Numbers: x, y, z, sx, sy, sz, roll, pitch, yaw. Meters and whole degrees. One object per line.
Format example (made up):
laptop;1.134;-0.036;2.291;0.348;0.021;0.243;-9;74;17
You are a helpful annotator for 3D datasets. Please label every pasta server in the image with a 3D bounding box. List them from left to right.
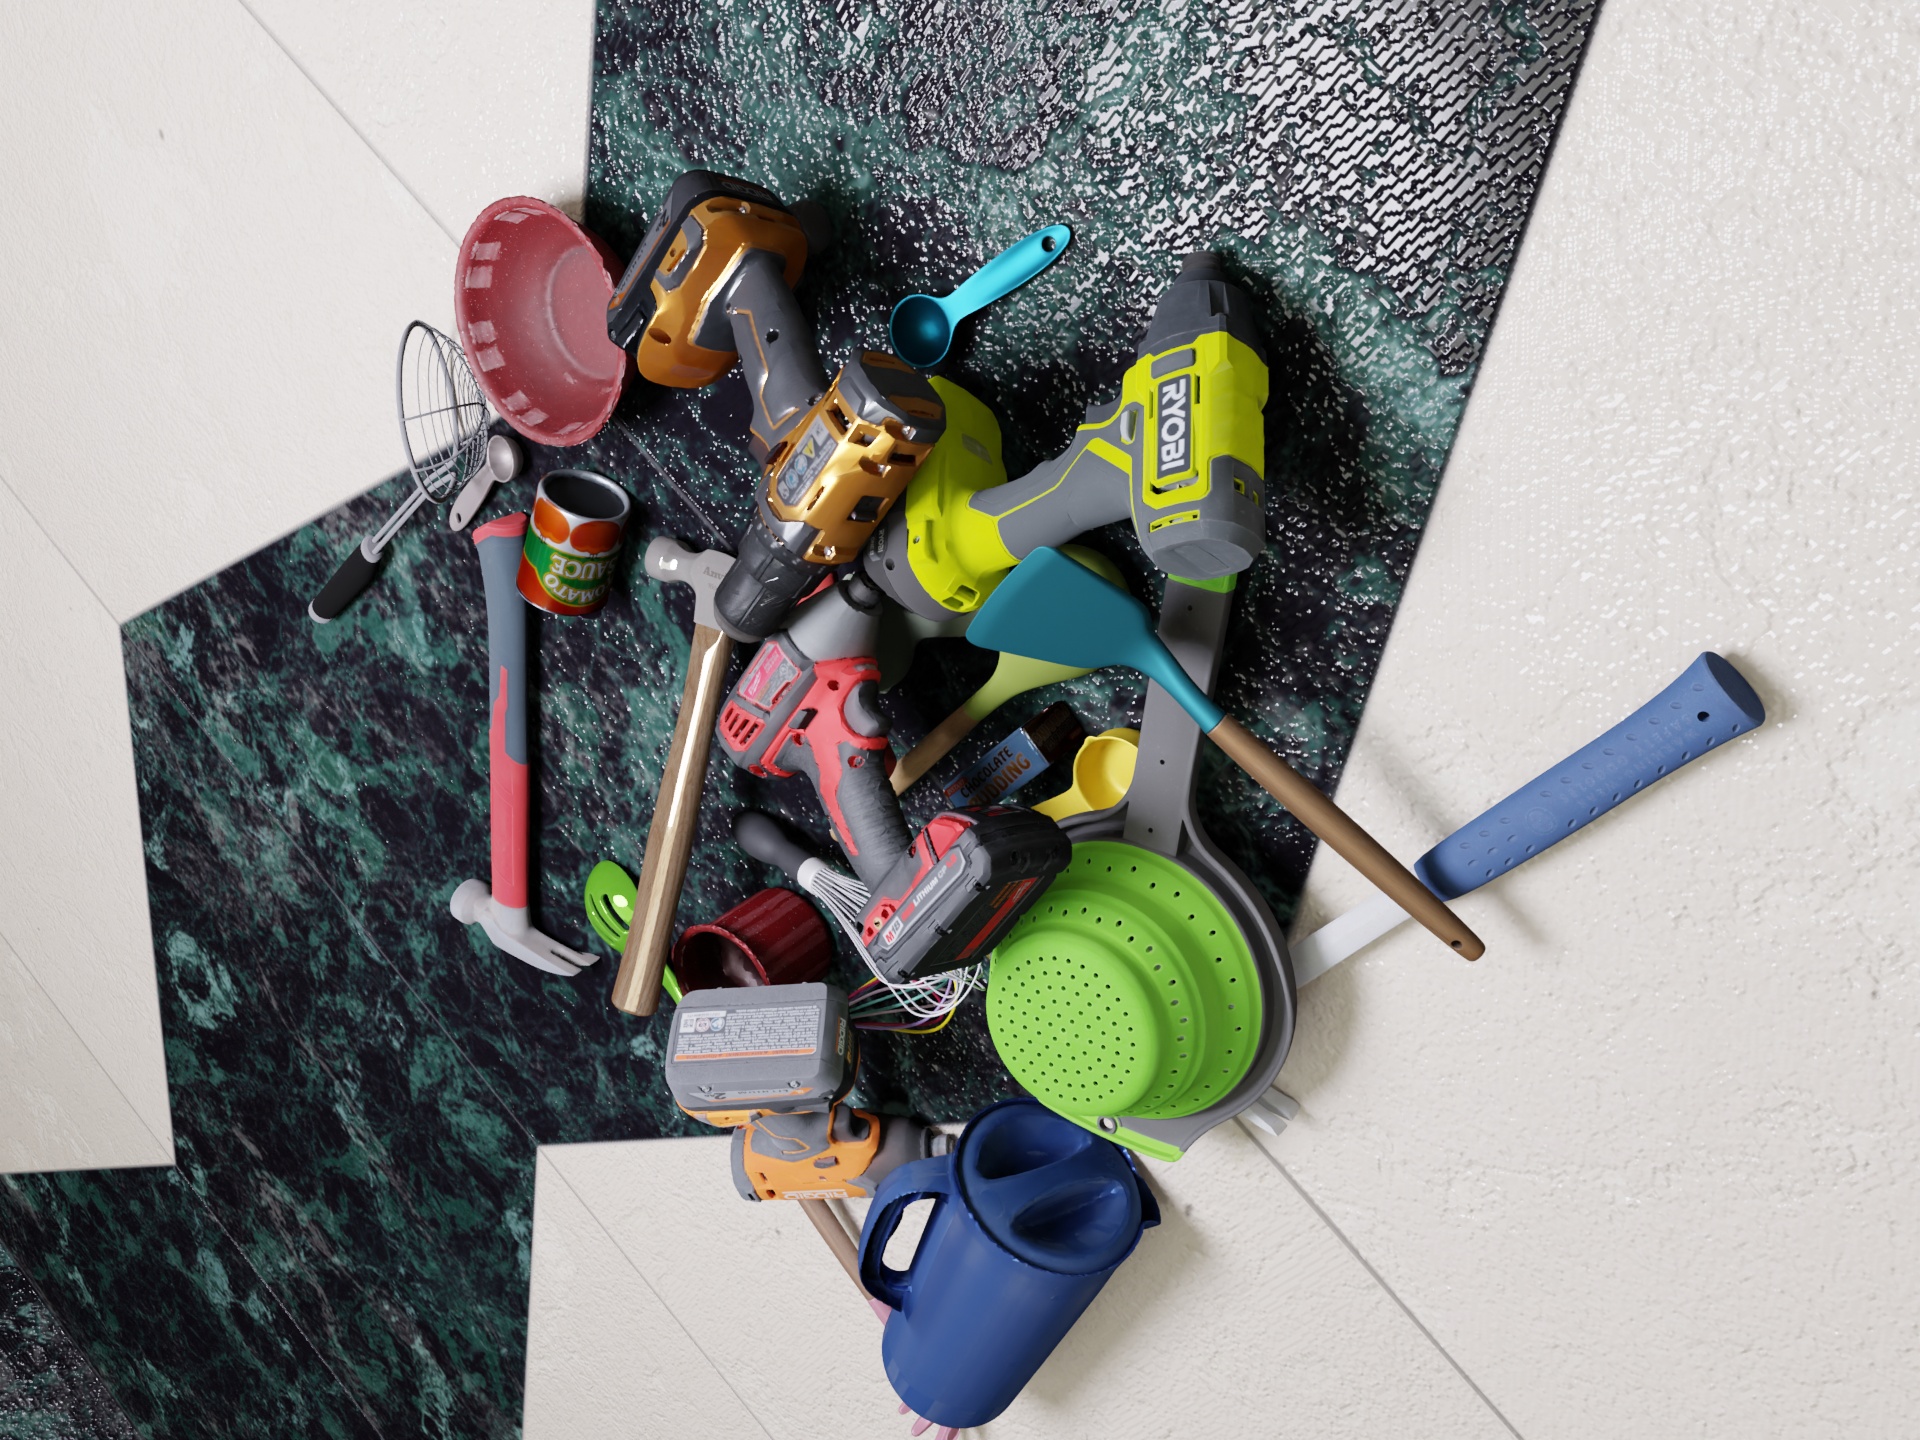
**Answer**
pasta server;-0.087;0.431;1.241;0.316;0.040;0.060;57;144;-4

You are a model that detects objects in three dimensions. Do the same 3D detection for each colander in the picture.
colander;0.092;0.085;0.894;0.205;0.094;0.397;19;113;28

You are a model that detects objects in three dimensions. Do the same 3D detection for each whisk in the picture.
whisk;-0.079;0.117;1.060;0.285;0.070;0.070;26;125;48
whisk;-0.086;0.218;1.158;0.245;0.051;0.047;-25;100;43

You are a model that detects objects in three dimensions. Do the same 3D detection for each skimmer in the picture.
skimmer;-0.457;-0.169;1.220;0.363;0.090;0.127;-31;53;43

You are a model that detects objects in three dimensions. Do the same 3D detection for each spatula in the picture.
spatula;0.147;0.025;0.824;0.317;0.044;0.082;41;133;-1

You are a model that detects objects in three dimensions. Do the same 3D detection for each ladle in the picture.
ladle;-0.002;-0.003;1.006;0.078;0.062;0.320;31;139;-15

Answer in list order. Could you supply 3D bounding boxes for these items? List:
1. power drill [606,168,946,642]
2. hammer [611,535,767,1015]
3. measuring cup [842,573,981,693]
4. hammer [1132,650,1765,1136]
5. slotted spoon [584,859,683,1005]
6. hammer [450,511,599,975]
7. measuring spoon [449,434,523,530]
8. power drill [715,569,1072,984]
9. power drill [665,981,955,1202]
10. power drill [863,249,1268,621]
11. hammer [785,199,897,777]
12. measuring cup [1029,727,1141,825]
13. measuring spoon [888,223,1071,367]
power drill;-0.117;-0.173;0.895;0.185;0.084;0.226;-51;59;32
hammer;-0.190;0.047;1.100;0.130;0.031;0.331;19;101;28
measuring cup;-0.036;-0.054;1.004;0.167;0.038;0.083;-5;106;39
hammer;0.253;0.098;0.869;0.144;0.035;0.405;51;129;6
slotted spoon;-0.200;0.241;1.258;0.314;0.031;0.070;50;131;6
hammer;-0.346;0.024;1.259;0.143;0.038;0.386;22;121;25
measuring spoon;-0.357;-0.176;1.199;0.124;0.018;0.034;-33;79;46
power drill;-0.044;0.027;0.902;0.220;0.078;0.143;52;121;25
power drill;-0.100;0.268;1.108;0.164;0.084;0.226;-5;141;9
power drill;0.058;-0.146;0.850;0.223;0.080;0.171;-12;67;38
hammer;-0.108;-0.127;0.991;0.149;0.036;0.359;-10;94;37
measuring cup;0.068;0.051;0.986;0.156;0.029;0.062;-32;90;42
measuring spoon;0.014;-0.244;0.906;0.128;0.021;0.042;-27;92;30
